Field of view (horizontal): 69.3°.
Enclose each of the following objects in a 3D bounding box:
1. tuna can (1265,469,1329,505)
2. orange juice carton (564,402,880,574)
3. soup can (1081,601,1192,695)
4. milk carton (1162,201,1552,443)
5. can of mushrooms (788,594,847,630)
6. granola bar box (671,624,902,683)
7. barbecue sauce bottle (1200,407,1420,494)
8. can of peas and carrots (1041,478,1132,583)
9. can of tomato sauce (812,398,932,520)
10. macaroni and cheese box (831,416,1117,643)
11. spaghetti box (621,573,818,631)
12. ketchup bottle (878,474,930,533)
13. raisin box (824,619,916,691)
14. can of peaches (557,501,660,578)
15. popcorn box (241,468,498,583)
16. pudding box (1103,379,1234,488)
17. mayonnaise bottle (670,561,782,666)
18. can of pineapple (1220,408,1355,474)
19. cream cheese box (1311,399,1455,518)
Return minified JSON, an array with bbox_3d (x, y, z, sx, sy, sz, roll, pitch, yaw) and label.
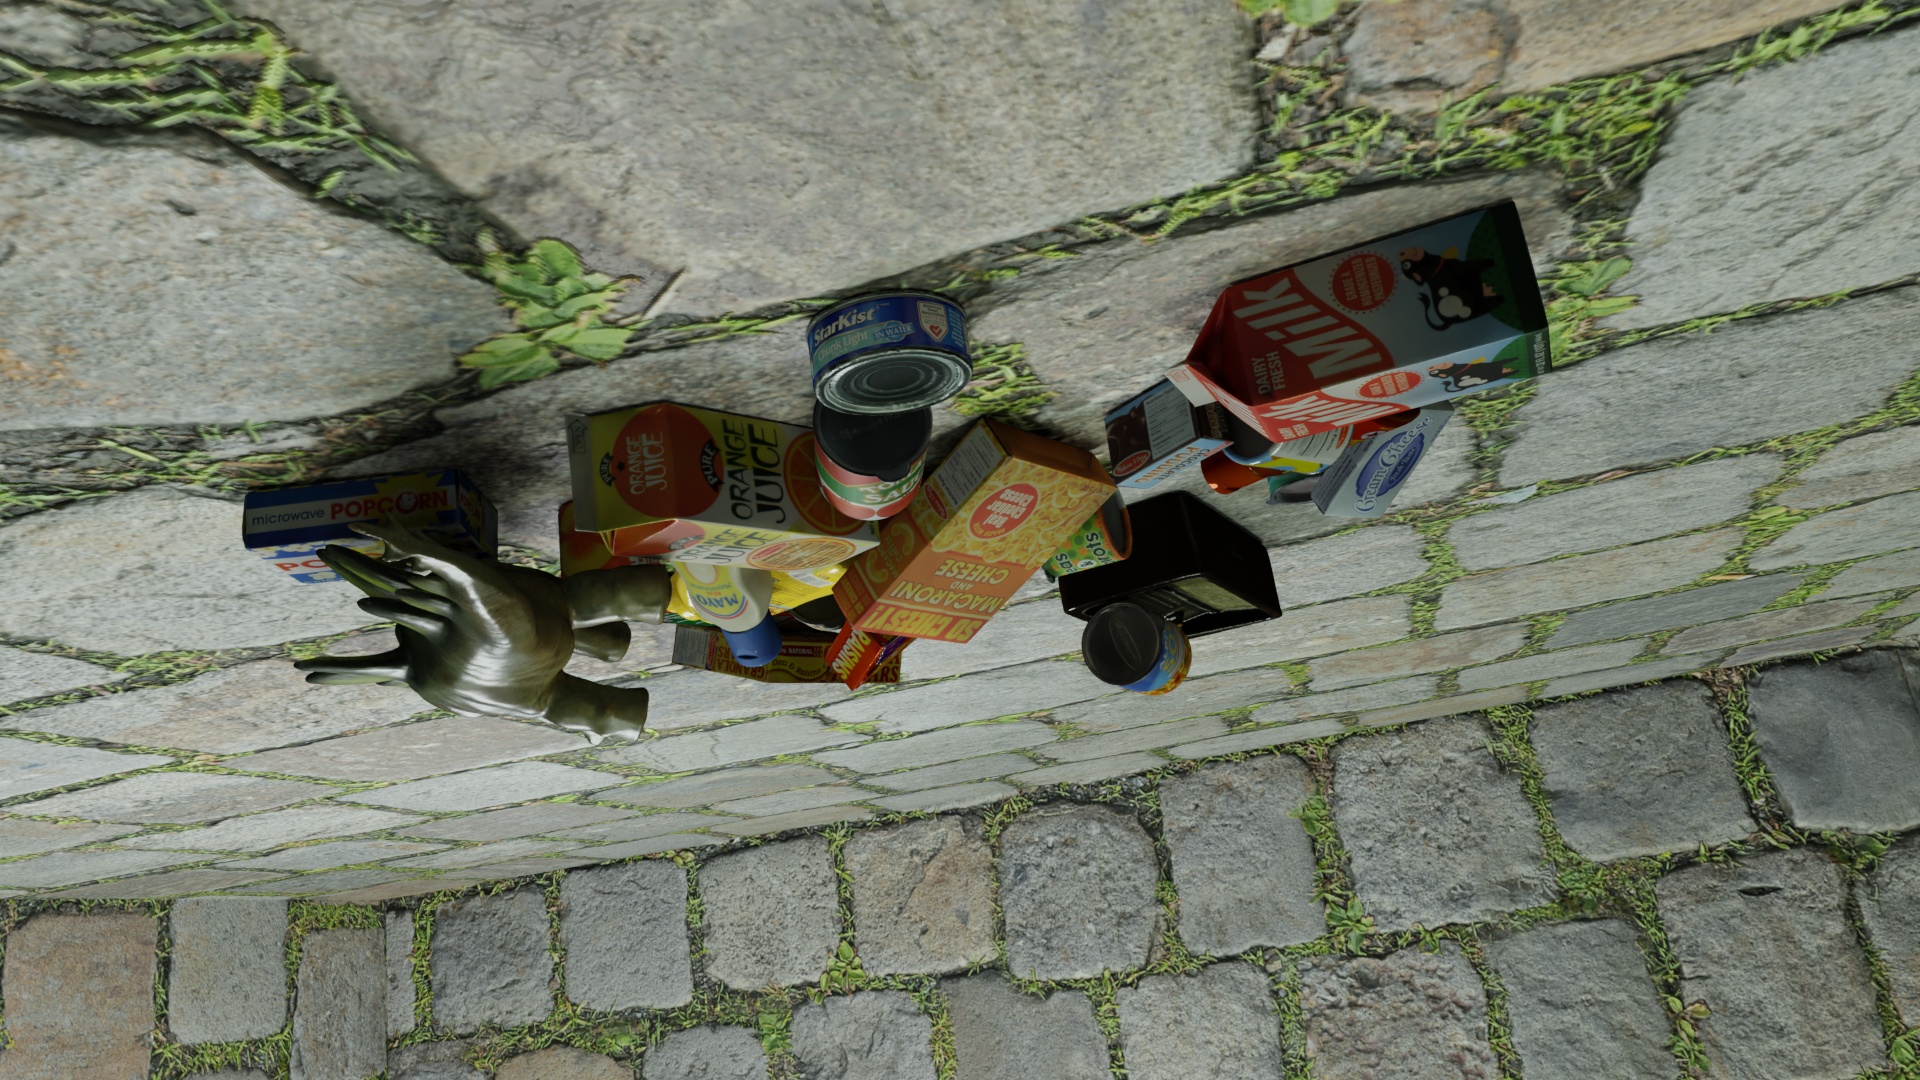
[{"bbox_3d":[0.255,-0.051,1.021,0.071,0.033,0.071,-8,163,-2],"label":"tuna can"},{"bbox_3d":[-0.146,-0.029,0.832,0.193,0.072,0.073,7,157,-43],"label":"orange juice carton"},{"bbox_3d":[0.146,0.087,1.118,0.071,0.071,0.084,-16,162,23],"label":"soup can"},{"bbox_3d":[0.208,-0.107,0.744,0.190,0.073,0.072,-15,162,21],"label":"milk carton"},{"bbox_3d":[-0.104,0.038,1.077,0.071,0.071,0.033,-11,164,7],"label":"can of mushrooms"},{"bbox_3d":[-0.152,0.100,1.235,0.124,0.039,0.166,6,179,40],"label":"granola bar box"},{"bbox_3d":[0.225,-0.072,0.921,0.065,0.044,0.148,-2,164,-41],"label":"barbecue sauce bottle"},{"bbox_3d":[0.087,-0.009,1.014,0.058,0.071,0.071,-16,161,23],"label":"can of peas and carrots"},{"bbox_3d":[-0.051,-0.053,0.804,0.071,0.071,0.083,-6,163,-7],"label":"can of tomato sauce"},{"bbox_3d":[0.009,-0.002,0.942,0.124,0.040,0.166,13,127,-49],"label":"macaroni and cheese box"},{"bbox_3d":[-0.204,0.051,1.144,0.250,0.029,0.050,7,157,-42],"label":"spaghetti box"},{"bbox_3d":[0.004,-0.013,1.008,0.064,0.043,0.149,-30,154,35],"label":"ketchup bottle"},{"bbox_3d":[-0.043,0.055,1.086,0.124,0.040,0.085,-39,171,-34],"label":"raisin box"},{"bbox_3d":[-0.233,0.006,0.932,0.071,0.058,0.071,-8,162,-2],"label":"can of peaches"},{"bbox_3d":[-0.361,-0.008,0.858,0.127,0.038,0.085,-7,163,-5],"label":"popcorn box"},{"bbox_3d":[0.129,-0.069,0.871,0.030,0.050,0.083,6,157,-35],"label":"pudding box"},{"bbox_3d":[-0.159,0.025,0.942,0.065,0.041,0.147,0,134,18],"label":"mayonnaise bottle"},{"bbox_3d":[0.197,-0.076,0.856,0.058,0.071,0.070,5,158,-36],"label":"can of pineapple"},{"bbox_3d":[0.290,-0.059,0.960,0.053,0.024,0.103,1,135,-23],"label":"cream cheese box"}]
